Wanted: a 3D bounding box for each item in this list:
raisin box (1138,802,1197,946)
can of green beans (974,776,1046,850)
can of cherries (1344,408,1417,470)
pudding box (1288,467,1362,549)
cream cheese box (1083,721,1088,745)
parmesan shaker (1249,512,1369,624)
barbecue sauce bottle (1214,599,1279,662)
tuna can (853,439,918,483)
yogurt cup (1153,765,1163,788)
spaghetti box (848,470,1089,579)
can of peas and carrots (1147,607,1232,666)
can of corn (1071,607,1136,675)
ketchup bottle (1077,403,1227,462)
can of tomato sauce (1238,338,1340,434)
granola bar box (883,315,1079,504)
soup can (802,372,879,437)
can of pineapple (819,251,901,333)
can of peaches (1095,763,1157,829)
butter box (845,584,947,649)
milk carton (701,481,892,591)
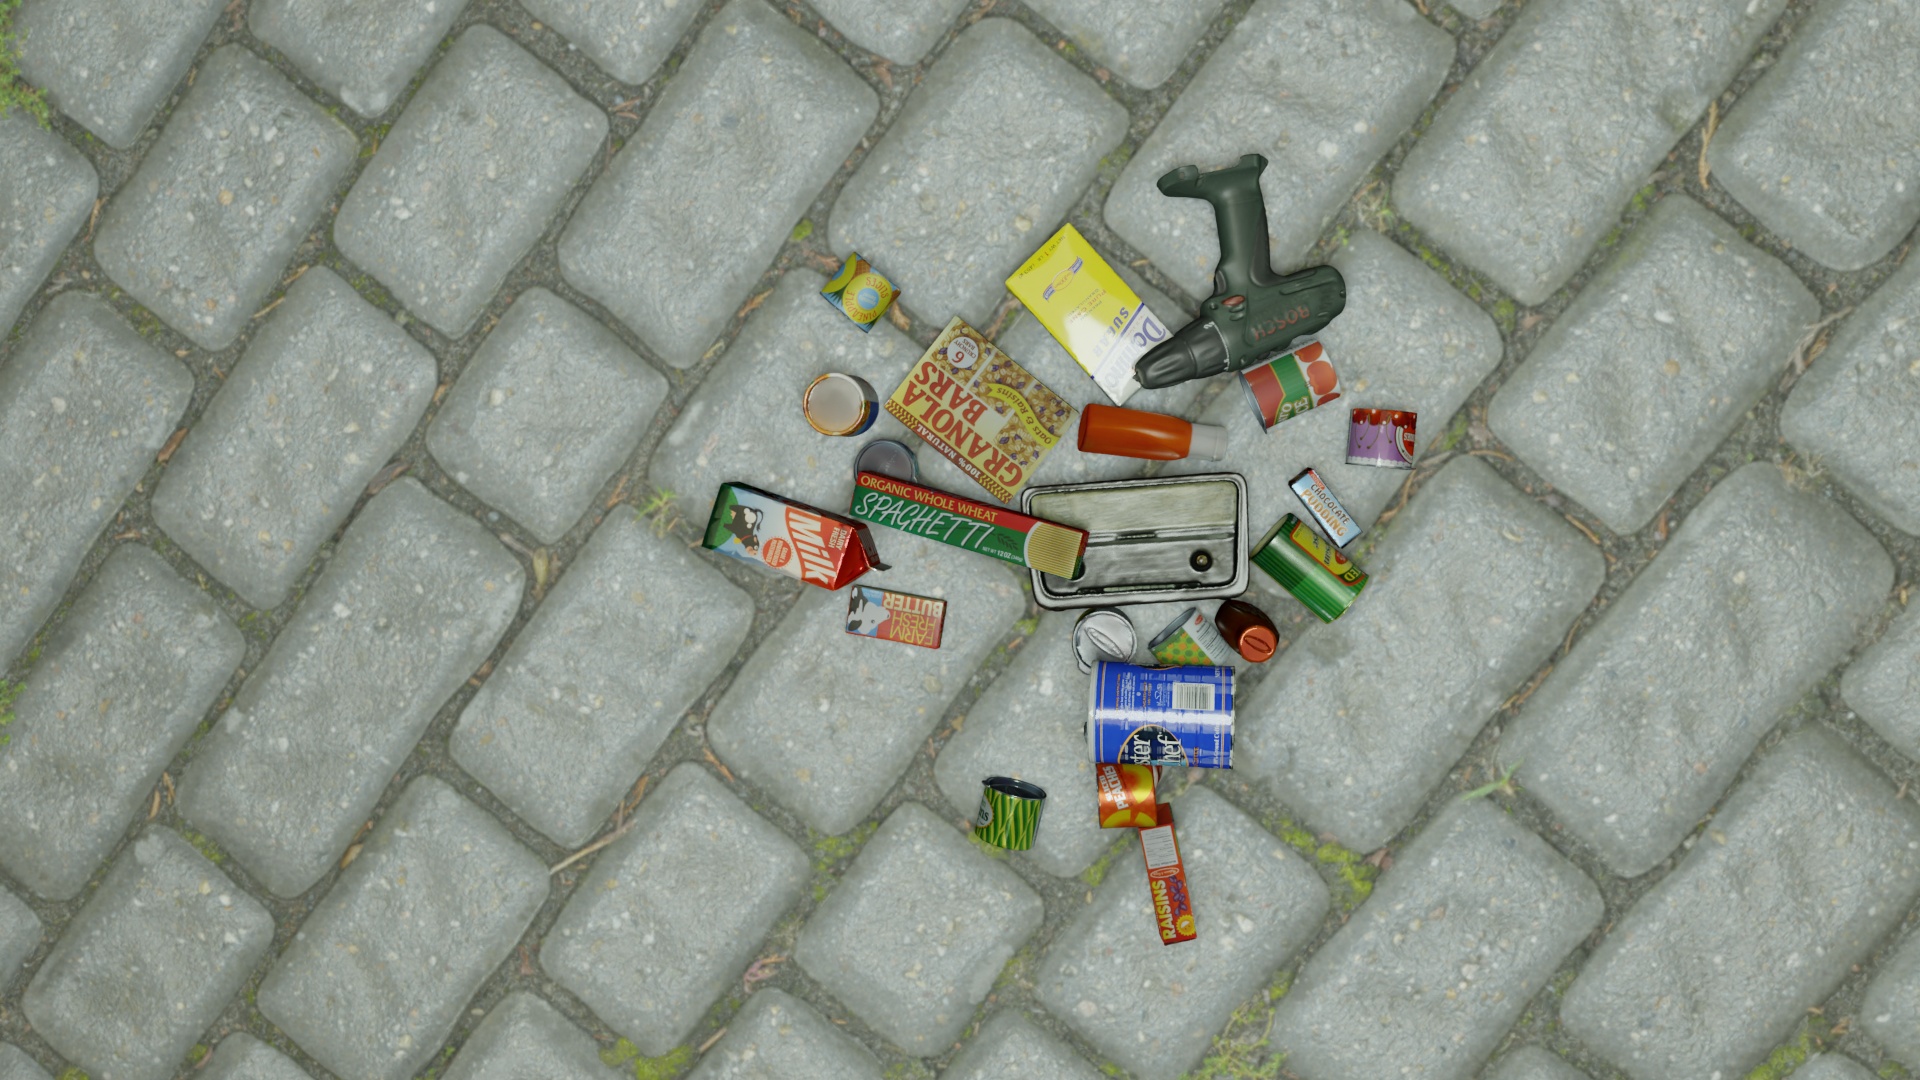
[{"bbox_3d":[0.213,0.344,1.443,0.040,0.086,0.123,-12,92,5],"label":"raisin box"},{"bbox_3d":[0.052,0.288,1.466,0.071,0.071,0.057,14,96,5],"label":"can of green beans"},{"bbox_3d":[0.427,-0.102,1.402,0.071,0.071,0.058,6,93,6],"label":"can of cherries"},{"bbox_3d":[0.372,-0.033,1.421,0.030,0.050,0.083,-38,88,9],"label":"pudding box"},{"bbox_3d":[0.180,0.191,1.453,0.104,0.053,0.024,-19,93,7],"label":"cream cheese box"},{"bbox_3d":[0.354,0.029,1.415,0.103,0.071,0.071,40,97,2],"label":"parmesan shaker"},{"bbox_3d":[0.290,0.093,1.388,0.065,0.149,0.043,29,97,4],"label":"barbecue sauce bottle"},{"bbox_3d":[-0.076,-0.073,1.475,0.071,0.033,0.071,0,94,6],"label":"tuna can"},{"bbox_3d":[0.179,0.242,1.456,0.072,0.054,0.072,0,93,6],"label":"yogurt cup"},{"bbox_3d":[0.005,-0.018,1.414,0.250,0.029,0.050,16,98,16],"label":"spaghetti box"},{"bbox_3d":[0.236,0.113,1.438,0.071,0.071,0.059,-42,89,7],"label":"can of peas and carrots"},{"bbox_3d":[0.148,0.105,1.449,0.071,0.058,0.071,0,94,6],"label":"can of corn"},{"bbox_3d":[0.198,-0.107,1.431,0.149,0.064,0.044,7,68,-3],"label":"ketchup bottle"},{"bbox_3d":[0.335,-0.157,1.409,0.083,0.071,0.071,-24,91,6],"label":"can of tomato sauce"},{"bbox_3d":[0.023,-0.136,1.457,0.165,0.039,0.124,39,96,2],"label":"granola bar box"},{"bbox_3d":[-0.126,-0.139,1.451,0.071,0.084,0.071,0,94,6],"label":"soup can"},{"bbox_3d":[-0.103,-0.258,1.448,0.071,0.071,0.058,41,97,2],"label":"can of pineapple"},{"bbox_3d":[0.166,0.254,1.394,0.058,0.071,0.071,-4,93,6],"label":"can of peaches"},{"bbox_3d":[-0.069,0.081,1.488,0.103,0.024,0.053,10,94,5],"label":"butter box"},{"bbox_3d":[-0.166,0.001,1.469,0.191,0.072,0.073,18,95,4],"label":"milk carton"}]
